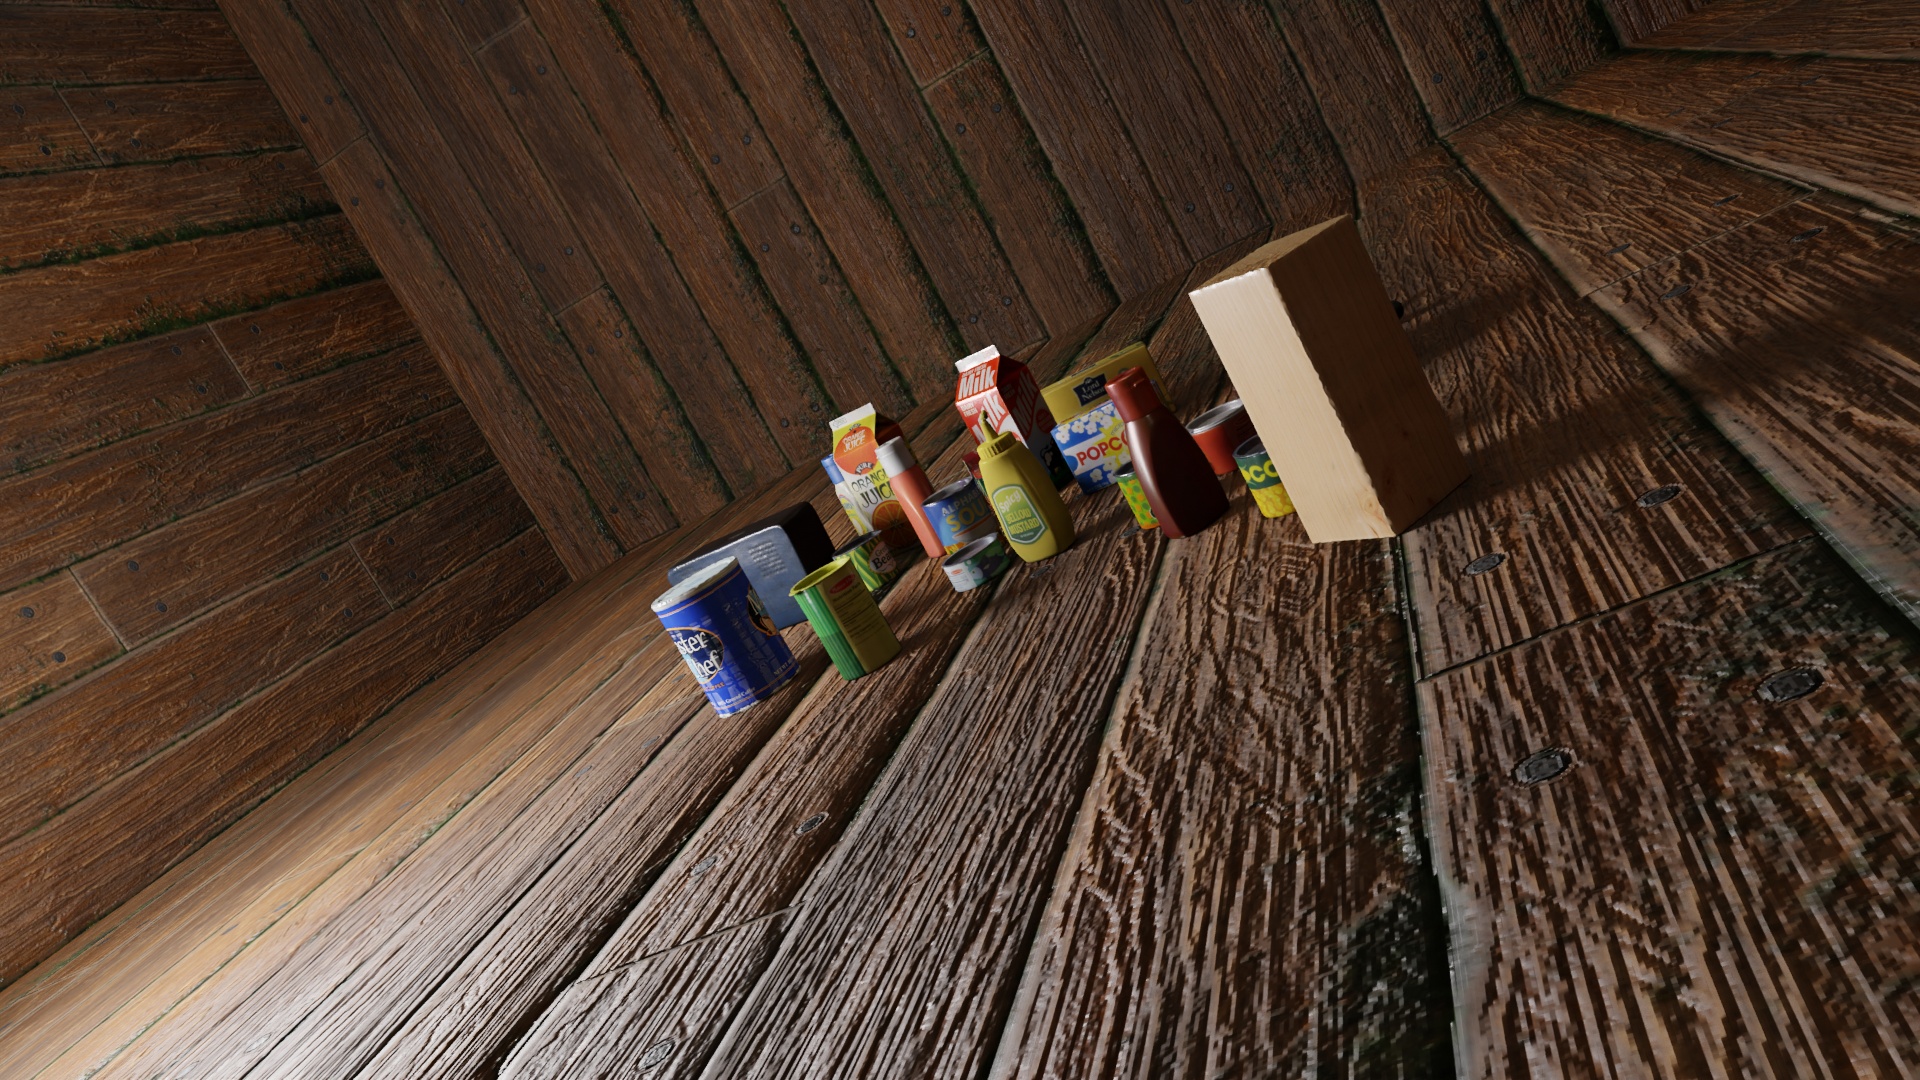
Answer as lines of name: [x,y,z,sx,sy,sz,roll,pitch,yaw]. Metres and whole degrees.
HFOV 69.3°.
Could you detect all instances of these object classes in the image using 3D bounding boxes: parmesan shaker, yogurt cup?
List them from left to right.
parmesan shaker: [-0.112,0.077,1.343,0.071,0.103,0.071,-28,10,6]
yogurt cup: [0.259,-0.100,1.344,0.072,0.054,0.072,-28,10,6]

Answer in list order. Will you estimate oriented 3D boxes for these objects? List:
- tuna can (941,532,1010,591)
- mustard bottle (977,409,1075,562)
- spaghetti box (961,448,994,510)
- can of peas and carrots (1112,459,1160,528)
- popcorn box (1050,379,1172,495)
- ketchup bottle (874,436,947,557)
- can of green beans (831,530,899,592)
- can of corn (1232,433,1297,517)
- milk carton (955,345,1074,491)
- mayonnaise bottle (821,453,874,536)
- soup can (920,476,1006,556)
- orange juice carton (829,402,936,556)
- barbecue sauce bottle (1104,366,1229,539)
tuna can: [0.018,0.023,1.452,0.071,0.032,0.071,-28,11,6]
mustard bottle: [0.055,-0.057,1.383,0.065,0.160,0.049,-21,13,37]
spaghetti box: [0.033,-0.083,1.859,0.029,0.050,0.250,-29,11,1]
can of peas and carrots: [0.185,-0.051,1.294,0.071,0.058,0.071,-28,10,6]
popcorn box: [0.177,-0.114,1.537,0.126,0.085,0.038,-23,12,29]
ketchup bottle: [-0.053,-0.052,1.669,0.043,0.148,0.065,-31,10,-8]
can of green beans: [-0.116,0.028,1.705,0.071,0.057,0.071,-28,10,6]
can of corn: [0.264,-0.058,1.127,0.071,0.058,0.071,-28,10,6]
milk carton: [0.062,-0.142,1.683,0.072,0.190,0.074,-19,14,43]
mayonnaise bottle: [-0.139,-0.053,1.901,0.041,0.148,0.064,-33,11,-22]
soup can: [0.006,-0.019,1.543,0.071,0.083,0.071,-28,10,6]
orange juice carton: [-0.098,-0.084,1.814,0.071,0.192,0.073,-23,12,30]
barbecue sauce bottle: [0.175,-0.078,1.205,0.065,0.148,0.043,-33,11,-22]
